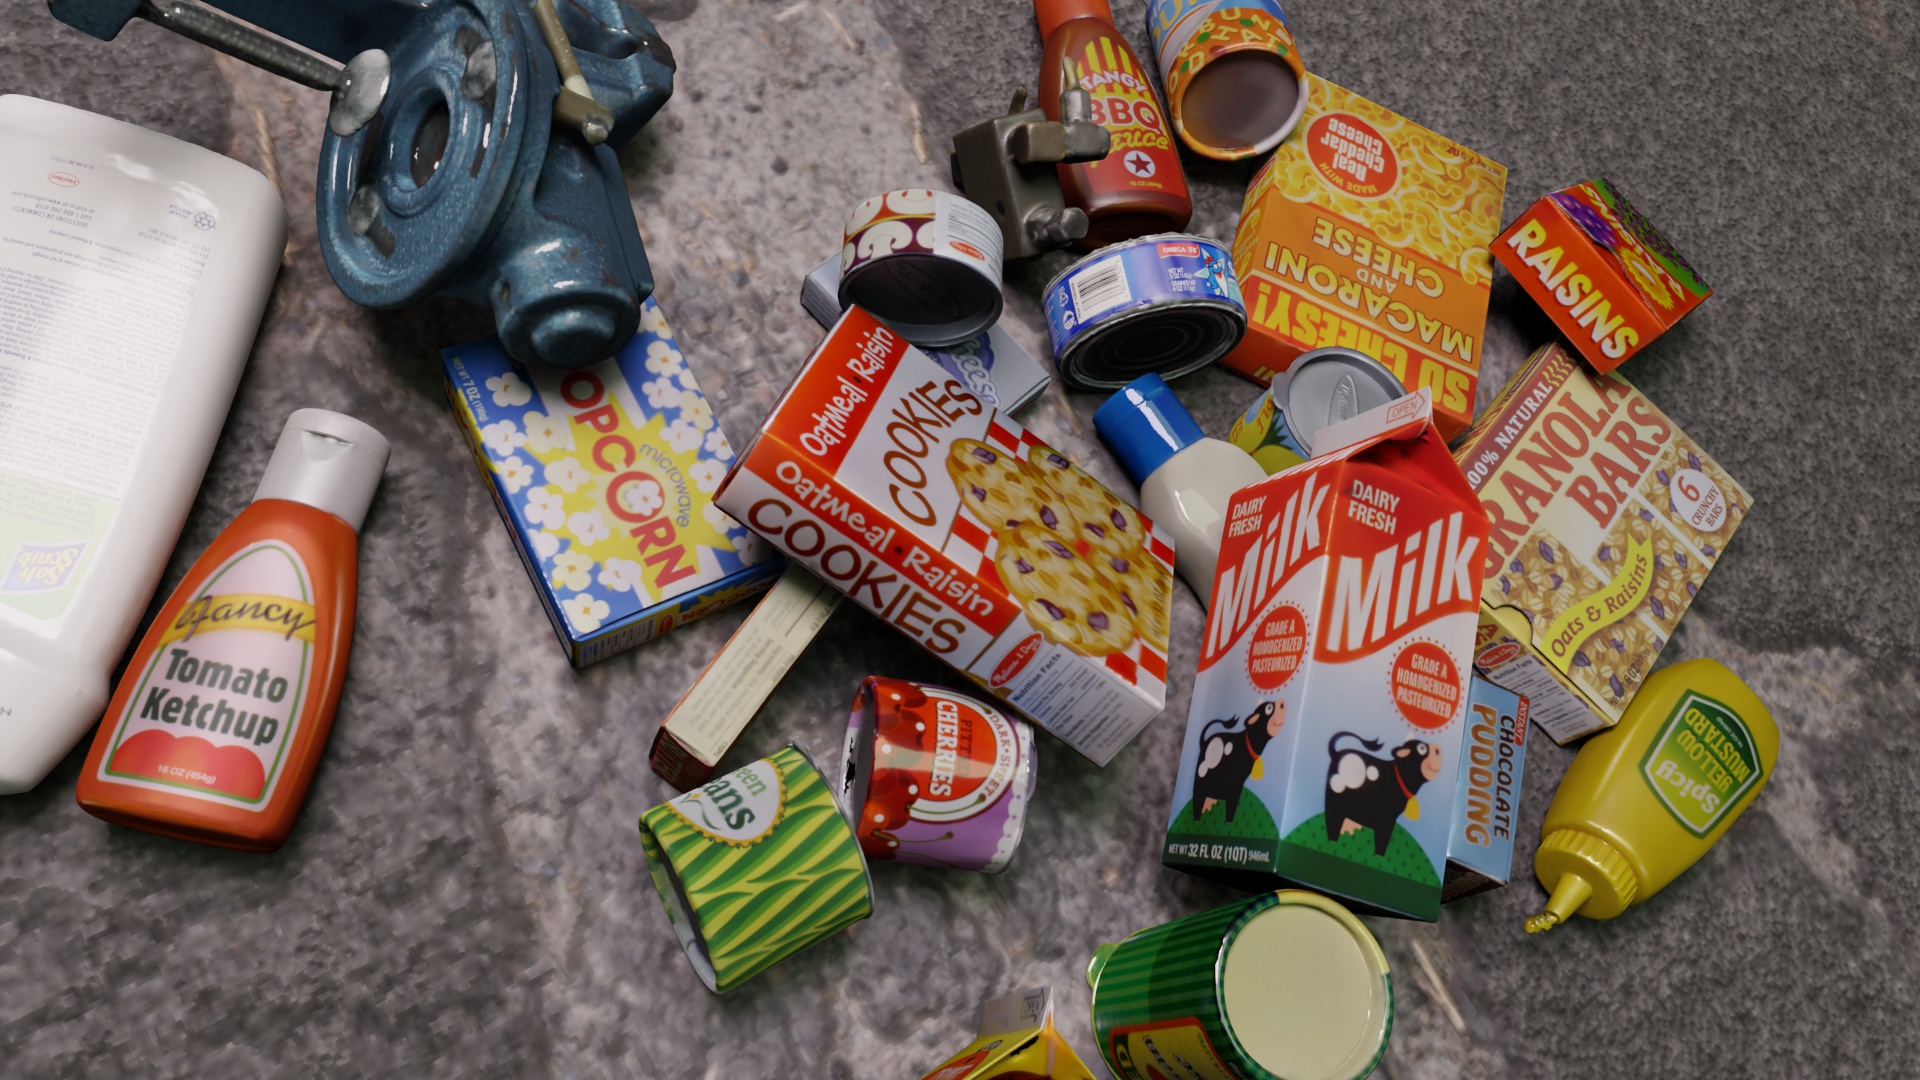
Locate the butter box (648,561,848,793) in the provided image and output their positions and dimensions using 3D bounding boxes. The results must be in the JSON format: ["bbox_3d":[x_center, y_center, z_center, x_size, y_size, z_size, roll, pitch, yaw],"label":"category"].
[{"bbox_3d":[-0.073,0.043,0.512,0.024,0.053,0.104,37,62,-1],"label":"butter box"}]

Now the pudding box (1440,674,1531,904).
[{"bbox_3d":[0.207,0.104,0.576,0.030,0.049,0.084,23,63,-5],"label":"pudding box"}]

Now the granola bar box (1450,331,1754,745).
[{"bbox_3d":[0.285,-0.006,0.654,0.124,0.039,0.166,44,62,4],"label":"granola bar box"}]

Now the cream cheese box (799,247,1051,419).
[{"bbox_3d":[-0.016,-0.088,0.603,0.104,0.024,0.053,46,62,5],"label":"cream cheese box"}]

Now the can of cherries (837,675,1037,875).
[{"bbox_3d":[-0.010,0.084,0.504,0.058,0.071,0.072,10,65,-13],"label":"can of cherries"}]

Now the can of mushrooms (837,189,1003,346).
[{"bbox_3d":[-0.017,-0.109,0.561,0.071,0.070,0.033,8,67,-14],"label":"can of mushrooms"}]

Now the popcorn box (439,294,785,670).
[{"bbox_3d":[-0.133,-0.025,0.531,0.085,0.038,0.127,-23,76,-24],"label":"popcorn box"}]

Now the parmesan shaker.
[{"bbox_3d":[0.092,0.161,0.485,0.071,0.102,0.071,6,66,-15],"label":"parmesan shaker"}]

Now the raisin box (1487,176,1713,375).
[{"bbox_3d":[0.323,-0.135,0.696,0.124,0.040,0.086,-25,74,-49],"label":"raisin box"}]

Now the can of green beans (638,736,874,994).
[{"bbox_3d":[-0.071,0.112,0.475,0.058,0.071,0.071,-22,76,-24],"label":"can of green beans"}]

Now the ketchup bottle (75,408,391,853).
[{"bbox_3d":[-0.237,0.027,0.473,0.065,0.043,0.149,16,63,-12],"label":"ketchup bottle"}]

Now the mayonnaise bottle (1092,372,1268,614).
[{"bbox_3d":[0.114,-0.004,0.599,0.065,0.041,0.148,-29,78,-28],"label":"mayonnaise bottle"}]

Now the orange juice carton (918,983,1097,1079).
[{"bbox_3d":[0.008,0.243,0.440,0.073,0.071,0.193,13,65,-13],"label":"orange juice carton"}]

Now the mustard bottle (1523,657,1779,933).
[{"bbox_3d":[0.291,0.117,0.597,0.161,0.048,0.065,-38,83,-27],"label":"mustard bottle"}]

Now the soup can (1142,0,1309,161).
[{"bbox_3d":[0.126,-0.237,0.677,0.071,0.071,0.084,8,49,-14],"label":"soup can"}]

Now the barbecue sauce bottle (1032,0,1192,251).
[{"bbox_3d":[0.065,-0.212,0.672,0.065,0.043,0.149,-2,68,-22],"label":"barbecue sauce bottle"}]

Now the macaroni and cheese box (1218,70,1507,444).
[{"bbox_3d":[0.198,-0.138,0.684,0.124,0.040,0.167,22,62,-8],"label":"macaroni and cheese box"}]

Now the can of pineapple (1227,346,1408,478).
[{"bbox_3d":[0.159,-0.045,0.621,0.071,0.057,0.071,7,66,-15],"label":"can of pineapple"}]

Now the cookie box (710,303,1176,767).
[{"bbox_3d":[0.002,-0.007,0.522,0.167,0.040,0.123,35,29,-9],"label":"cookie box"}]

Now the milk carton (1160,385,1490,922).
[{"bbox_3d":[0.140,0.037,0.520,0.073,0.072,0.191,20,72,-20],"label":"milk carton"}]
